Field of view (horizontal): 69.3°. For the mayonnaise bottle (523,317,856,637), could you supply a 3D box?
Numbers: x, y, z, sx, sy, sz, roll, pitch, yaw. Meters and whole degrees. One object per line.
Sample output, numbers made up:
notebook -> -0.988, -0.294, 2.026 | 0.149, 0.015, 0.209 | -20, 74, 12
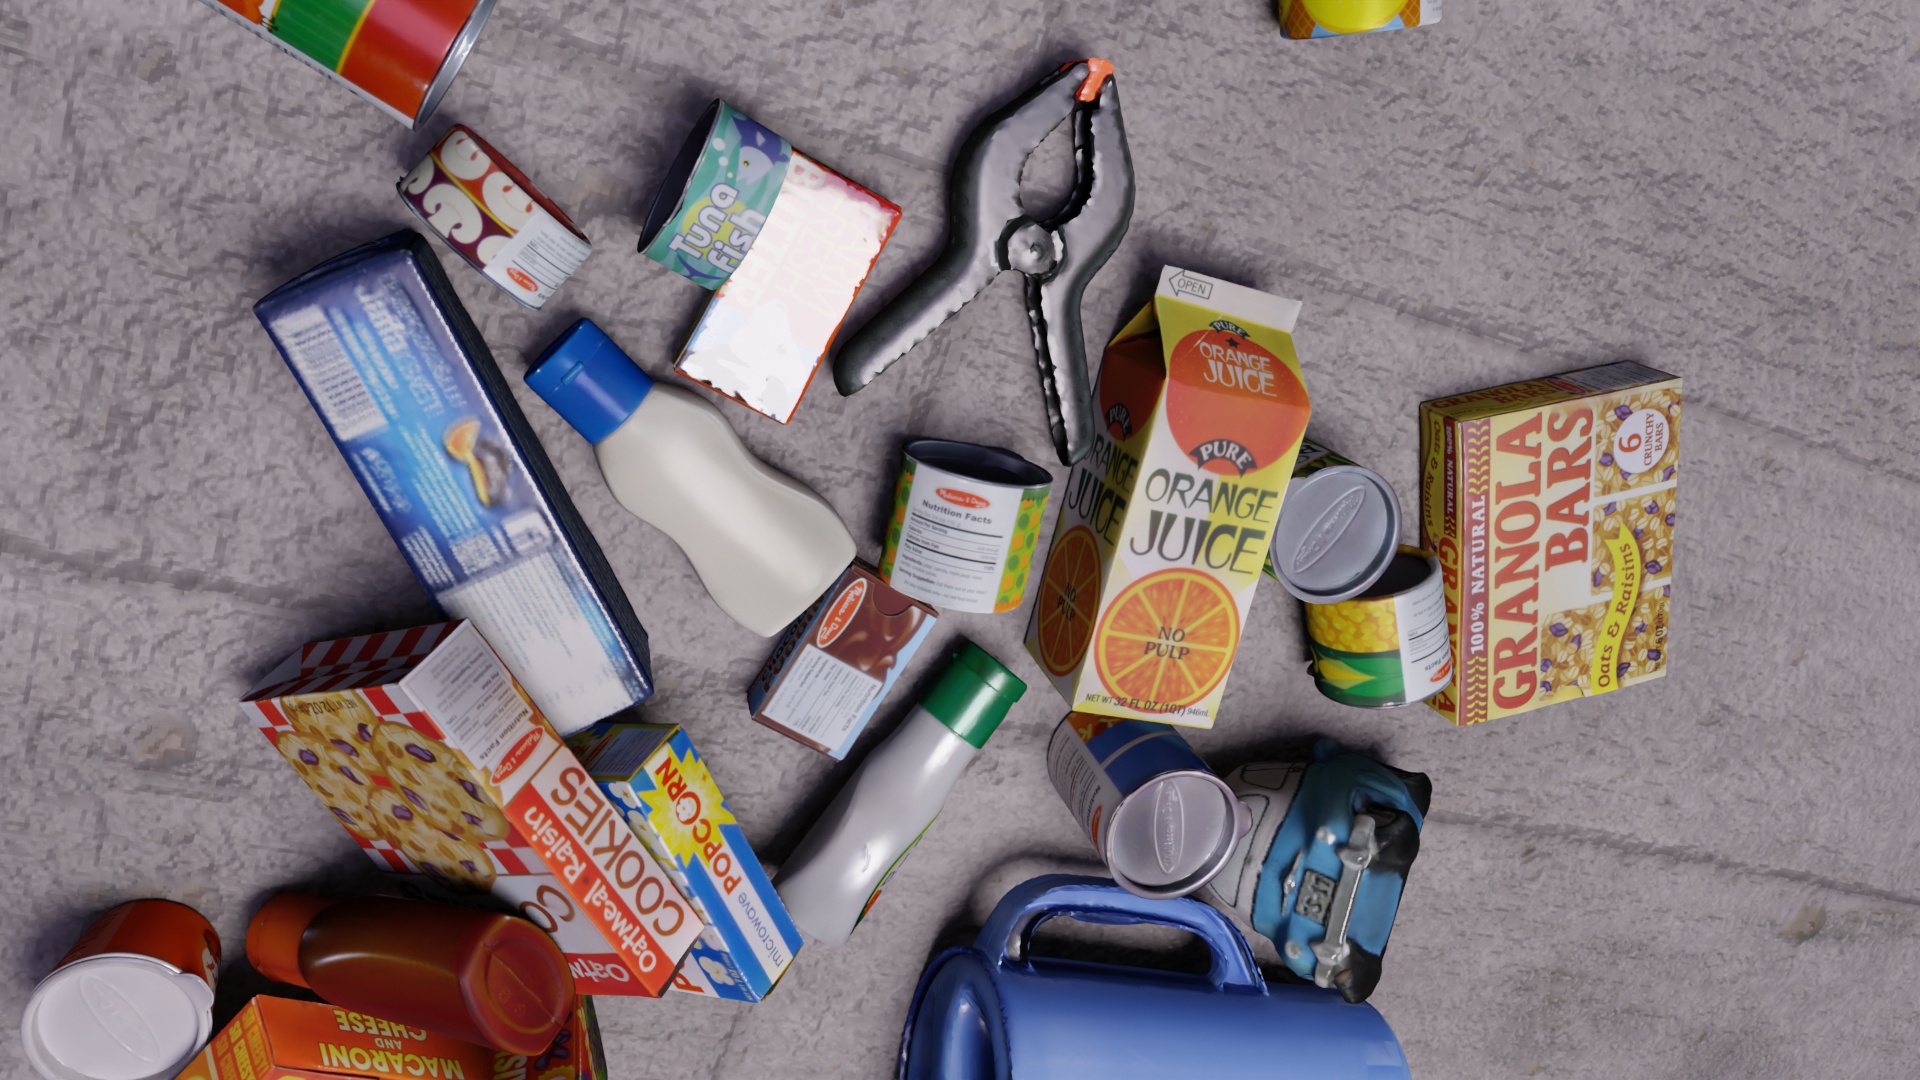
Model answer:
mayonnaise bottle -> -0.113, -0.028, 0.576 | 0.065, 0.041, 0.148 | -44, 113, 0

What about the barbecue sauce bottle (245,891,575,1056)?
barbecue sauce bottle -> -0.229, 0.169, 0.562 | 0.148, 0.044, 0.064 | -1, 132, 30

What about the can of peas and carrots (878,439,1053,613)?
can of peas and carrots -> 0.002, -0.008, 0.603 | 0.071, 0.071, 0.058 | 8, 106, -18

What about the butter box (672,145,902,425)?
butter box -> -0.072, -0.104, 0.571 | 0.053, 0.024, 0.103 | 27, 99, -21

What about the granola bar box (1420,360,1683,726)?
granola bar box -> 0.297, 0.003, 0.703 | 0.124, 0.039, 0.165 | -12, 110, -12

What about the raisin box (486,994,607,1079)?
raisin box -> -0.176, 0.243, 0.603 | 0.040, 0.124, 0.085 | -9, 110, -12

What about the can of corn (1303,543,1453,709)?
can of corn -> 0.200, 0.040, 0.675 | 0.071, 0.071, 0.058 | -17, 111, -10

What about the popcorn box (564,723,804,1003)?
popcorn box -> -0.133, 0.140, 0.602 | 0.038, 0.085, 0.126 | -48, 123, -45

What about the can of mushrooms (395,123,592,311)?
can of mushrooms -> -0.173, -0.121, 0.515 | 0.033, 0.071, 0.071 | -46, 114, 3

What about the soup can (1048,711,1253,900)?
soup can -> 0.087, 0.119, 0.658 | 0.071, 0.084, 0.071 | -5, 110, -14

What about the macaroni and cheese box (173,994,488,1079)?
macaroni and cheese box -> -0.301, 0.275, 0.596 | 0.166, 0.040, 0.123 | -46, 143, 3

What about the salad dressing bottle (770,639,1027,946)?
salad dressing bottle -> -0.027, 0.114, 0.639 | 0.044, 0.064, 0.147 | 38, 87, -1

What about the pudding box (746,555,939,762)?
pudding box -> -0.053, 0.052, 0.625 | 0.049, 0.030, 0.083 | 31, 97, -21

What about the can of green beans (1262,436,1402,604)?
can of green beans -> 0.162, -0.011, 0.649 | 0.071, 0.058, 0.071 | -5, 110, -14

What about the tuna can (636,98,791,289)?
tuna can -> -0.094, -0.131, 0.530 | 0.033, 0.071, 0.071 | 26, 99, -23

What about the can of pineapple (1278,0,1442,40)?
can of pineapple -> 0.161, -0.239, 0.570 | 0.071, 0.071, 0.057 | -12, 111, -12

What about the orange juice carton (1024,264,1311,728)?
orange juice carton -> 0.095, -0.021, 0.619 | 0.072, 0.073, 0.192 | 10, 105, -18

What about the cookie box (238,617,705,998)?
cookie box -> -0.196, 0.113, 0.560 | 0.167, 0.123, 0.040 | 61, 42, -24

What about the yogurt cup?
yogurt cup -> -0.342, 0.187, 0.575 | 0.072, 0.054, 0.072 | -5, 109, -14

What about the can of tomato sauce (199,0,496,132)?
can of tomato sauce -> -0.209, -0.194, 0.479 | 0.083, 0.071, 0.071 | 30, 98, -22
